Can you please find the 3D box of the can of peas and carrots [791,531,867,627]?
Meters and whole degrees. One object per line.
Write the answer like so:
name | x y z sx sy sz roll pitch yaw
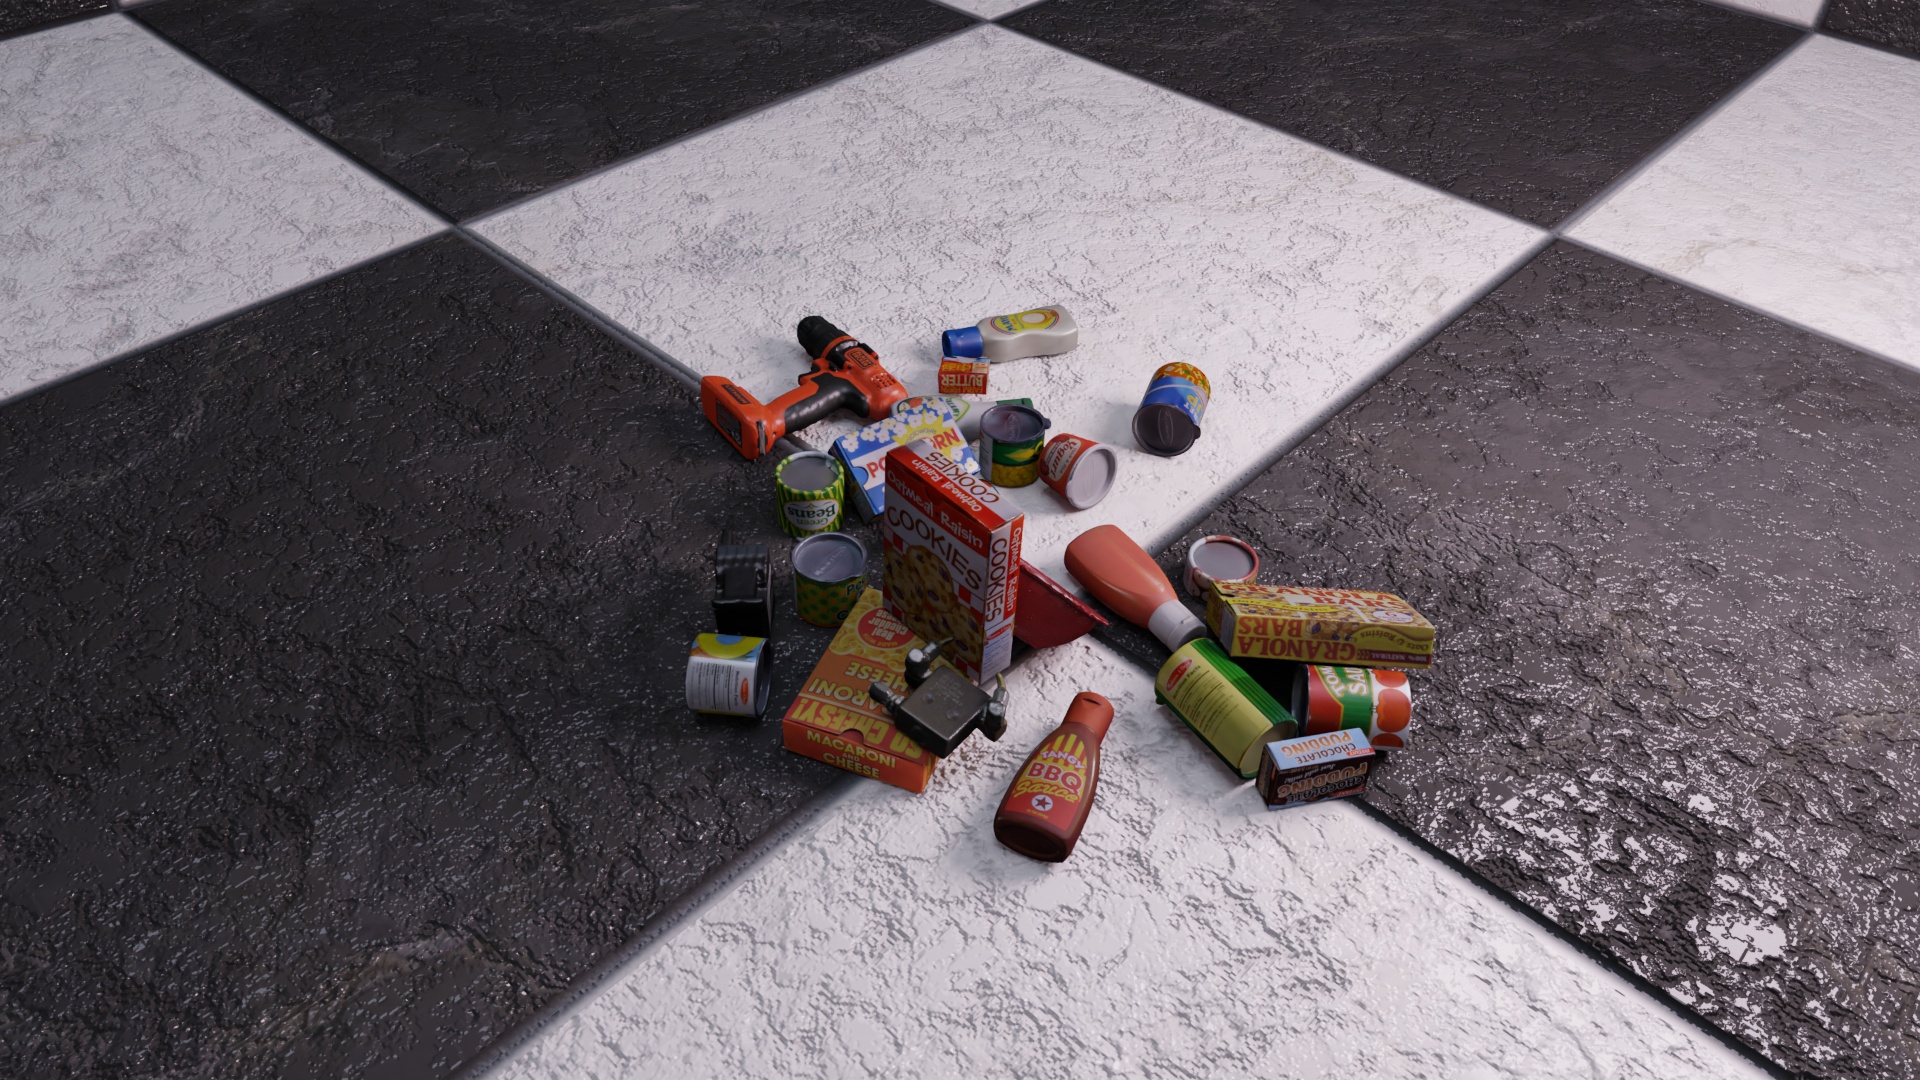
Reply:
can of peas and carrots | -0.114 0.035 1.237 0.071 0.058 0.071 1 42 -1

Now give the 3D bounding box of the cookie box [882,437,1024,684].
cookie box | -0.010 0.018 1.118 0.040 0.166 0.123 -29 50 -32

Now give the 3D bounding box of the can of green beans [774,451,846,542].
can of green beans | -0.143 -0.043 1.327 0.071 0.057 0.071 1 41 -1

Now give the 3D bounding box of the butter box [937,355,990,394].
butter box | 0.004 -0.177 1.481 0.053 0.024 0.104 2 17 2

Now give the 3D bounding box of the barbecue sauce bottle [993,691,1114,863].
barbecue sauce bottle | 0.080 0.181 1.090 0.065 0.043 0.149 17 43 16

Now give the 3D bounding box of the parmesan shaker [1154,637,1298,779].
parmesan shaker | 0.214 0.139 1.130 0.071 0.071 0.103 -23 48 -25

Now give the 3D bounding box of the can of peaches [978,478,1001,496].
can of peaches | 0.005 -0.016 1.298 0.058 0.070 0.071 -23 47 -25

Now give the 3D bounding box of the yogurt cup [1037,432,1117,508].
yogurt cup | 0.113 -0.072 1.366 0.073 0.072 0.054 -29 42 -30

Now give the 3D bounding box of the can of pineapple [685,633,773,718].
can of pineapple | -0.189 0.111 1.144 0.058 0.070 0.071 5 41 4

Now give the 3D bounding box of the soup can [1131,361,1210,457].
soup can | 0.223 -0.136 1.440 0.071 0.071 0.084 14 42 14

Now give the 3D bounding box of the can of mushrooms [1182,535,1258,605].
can of mushrooms | 0.242 0.028 1.278 0.071 0.033 0.071 1 40 -1

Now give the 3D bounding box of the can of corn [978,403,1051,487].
can of corn | 0.054 -0.095 1.393 0.071 0.058 0.071 1 41 -1

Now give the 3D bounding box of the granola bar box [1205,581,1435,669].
granola bar box | 0.303 0.070 1.185 0.166 0.039 0.124 4 11 0

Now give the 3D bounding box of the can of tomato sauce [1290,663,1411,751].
can of tomato sauce | 0.317 0.134 1.132 0.083 0.070 0.071 4 41 2

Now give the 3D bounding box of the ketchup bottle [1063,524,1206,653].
ketchup bottle | 0.159 0.045 1.248 0.065 0.043 0.149 -23 47 -25

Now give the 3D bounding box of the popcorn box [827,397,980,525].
popcorn box | -0.055 -0.078 1.355 0.127 0.038 0.085 -25 83 -27

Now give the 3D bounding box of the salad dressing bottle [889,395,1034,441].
salad dressing bottle | 0.002 -0.124 1.435 0.148 0.043 0.064 -6 47 -9

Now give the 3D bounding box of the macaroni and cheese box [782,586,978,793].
macaroni and cheese box | -0.057 0.120 1.156 0.124 0.040 0.167 16 43 14

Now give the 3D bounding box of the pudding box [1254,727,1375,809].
pudding box | 0.278 0.180 1.094 0.084 0.049 0.030 -7 41 -11

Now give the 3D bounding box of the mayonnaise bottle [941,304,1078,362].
mayonnaise bottle | 0.054 -0.229 1.558 0.148 0.041 0.065 -11 43 -16
